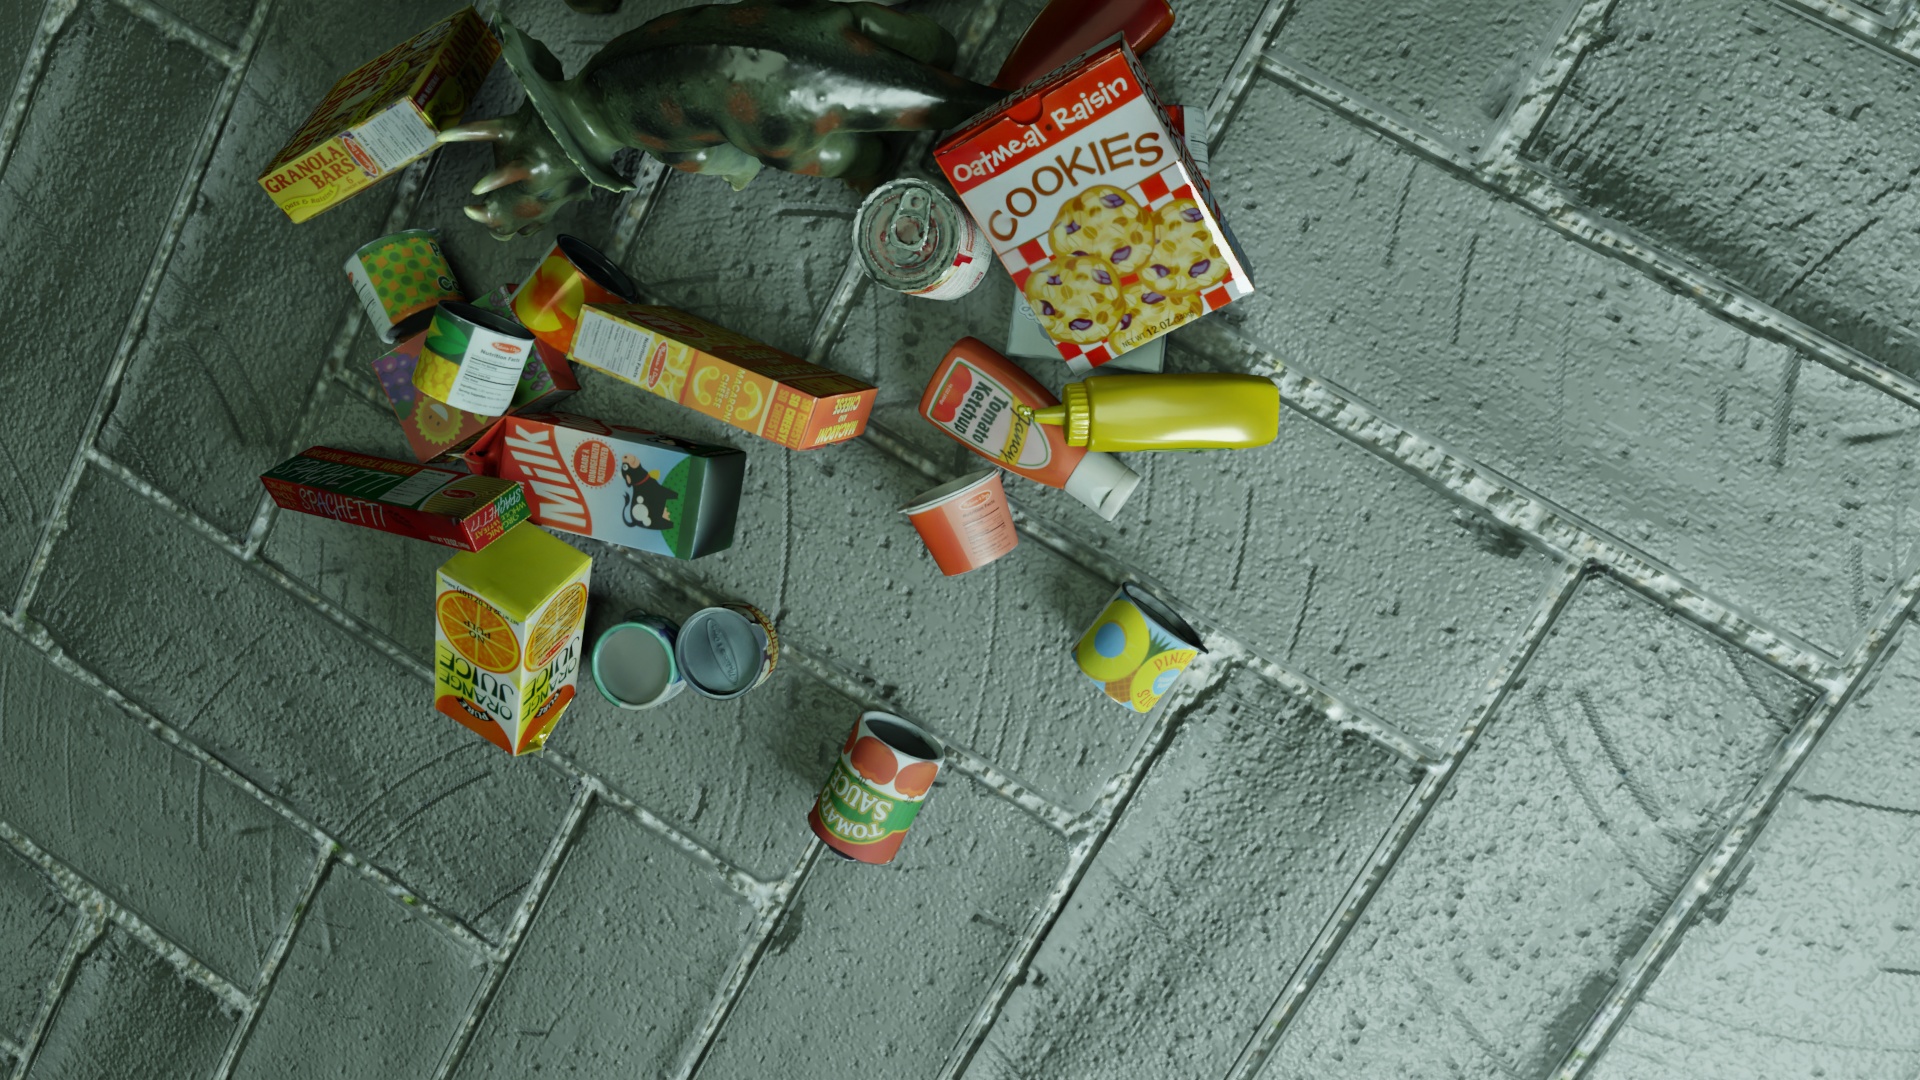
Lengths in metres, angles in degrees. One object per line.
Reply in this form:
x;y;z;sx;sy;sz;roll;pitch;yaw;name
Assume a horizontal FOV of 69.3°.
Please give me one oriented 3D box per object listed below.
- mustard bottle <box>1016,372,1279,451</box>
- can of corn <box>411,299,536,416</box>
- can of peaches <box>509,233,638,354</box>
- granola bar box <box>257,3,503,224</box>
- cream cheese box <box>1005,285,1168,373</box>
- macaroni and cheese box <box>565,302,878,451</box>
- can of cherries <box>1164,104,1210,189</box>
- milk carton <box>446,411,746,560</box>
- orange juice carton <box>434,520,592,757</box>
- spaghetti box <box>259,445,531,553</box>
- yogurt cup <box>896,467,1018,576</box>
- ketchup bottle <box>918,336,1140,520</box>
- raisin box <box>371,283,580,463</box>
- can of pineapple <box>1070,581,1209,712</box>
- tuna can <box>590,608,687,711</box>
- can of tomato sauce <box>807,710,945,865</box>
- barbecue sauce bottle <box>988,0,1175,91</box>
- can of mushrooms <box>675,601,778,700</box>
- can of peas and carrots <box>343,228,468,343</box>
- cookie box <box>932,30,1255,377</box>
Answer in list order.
0.115;-0.080;0.868;0.160;0.065;0.048;-2;98;-3;mustard bottle
-0.332;-0.124;0.943;0.071;0.071;0.058;26;101;9;can of corn
-0.267;-0.167;0.963;0.071;0.071;0.058;45;104;5;can of peaches
-0.385;-0.289;0.934;0.124;0.166;0.039;-22;127;15;granola bar box
0.084;-0.141;0.905;0.104;0.024;0.053;9;99;12;cream cheese box
-0.152;-0.109;0.913;0.166;0.124;0.040;23;104;10;macaroni and cheese box
0.119;-0.235;0.866;0.071;0.071;0.058;-4;95;14;can of cherries
-0.255;-0.044;0.969;0.191;0.072;0.073;13;100;12;milk carton
-0.316;0.080;0.974;0.072;0.073;0.191;29;133;8;orange juice carton
-0.399;-0.032;0.968;0.250;0.050;0.028;9;127;35;spaghetti box
0.003;-0.012;0.918;0.072;0.072;0.054;-22;99;14;yogurt cup
0.048;-0.069;0.910;0.149;0.044;0.064;35;121;7;ketchup bottle
-0.350;-0.119;1.001;0.123;0.040;0.086;-27;90;13;raisin box
0.114;0.070;0.897;0.071;0.071;0.057;39;104;7;can of pineapple
-0.230;0.085;0.996;0.071;0.033;0.071;1;96;13;tuna can
-0.058;0.168;0.945;0.071;0.071;0.083;29;101;9;can of tomato sauce
0.061;-0.305;0.885;0.148;0.044;0.065;-39;85;14;barbecue sauce bottle
-0.162;0.077;0.980;0.071;0.033;0.071;1;95;14;can of mushrooms
-0.393;-0.182;0.992;0.071;0.071;0.058;-27;90;14;can of peas and carrots
0.081;-0.193;0.820;0.122;0.040;0.167;-24;119;23;cookie box
